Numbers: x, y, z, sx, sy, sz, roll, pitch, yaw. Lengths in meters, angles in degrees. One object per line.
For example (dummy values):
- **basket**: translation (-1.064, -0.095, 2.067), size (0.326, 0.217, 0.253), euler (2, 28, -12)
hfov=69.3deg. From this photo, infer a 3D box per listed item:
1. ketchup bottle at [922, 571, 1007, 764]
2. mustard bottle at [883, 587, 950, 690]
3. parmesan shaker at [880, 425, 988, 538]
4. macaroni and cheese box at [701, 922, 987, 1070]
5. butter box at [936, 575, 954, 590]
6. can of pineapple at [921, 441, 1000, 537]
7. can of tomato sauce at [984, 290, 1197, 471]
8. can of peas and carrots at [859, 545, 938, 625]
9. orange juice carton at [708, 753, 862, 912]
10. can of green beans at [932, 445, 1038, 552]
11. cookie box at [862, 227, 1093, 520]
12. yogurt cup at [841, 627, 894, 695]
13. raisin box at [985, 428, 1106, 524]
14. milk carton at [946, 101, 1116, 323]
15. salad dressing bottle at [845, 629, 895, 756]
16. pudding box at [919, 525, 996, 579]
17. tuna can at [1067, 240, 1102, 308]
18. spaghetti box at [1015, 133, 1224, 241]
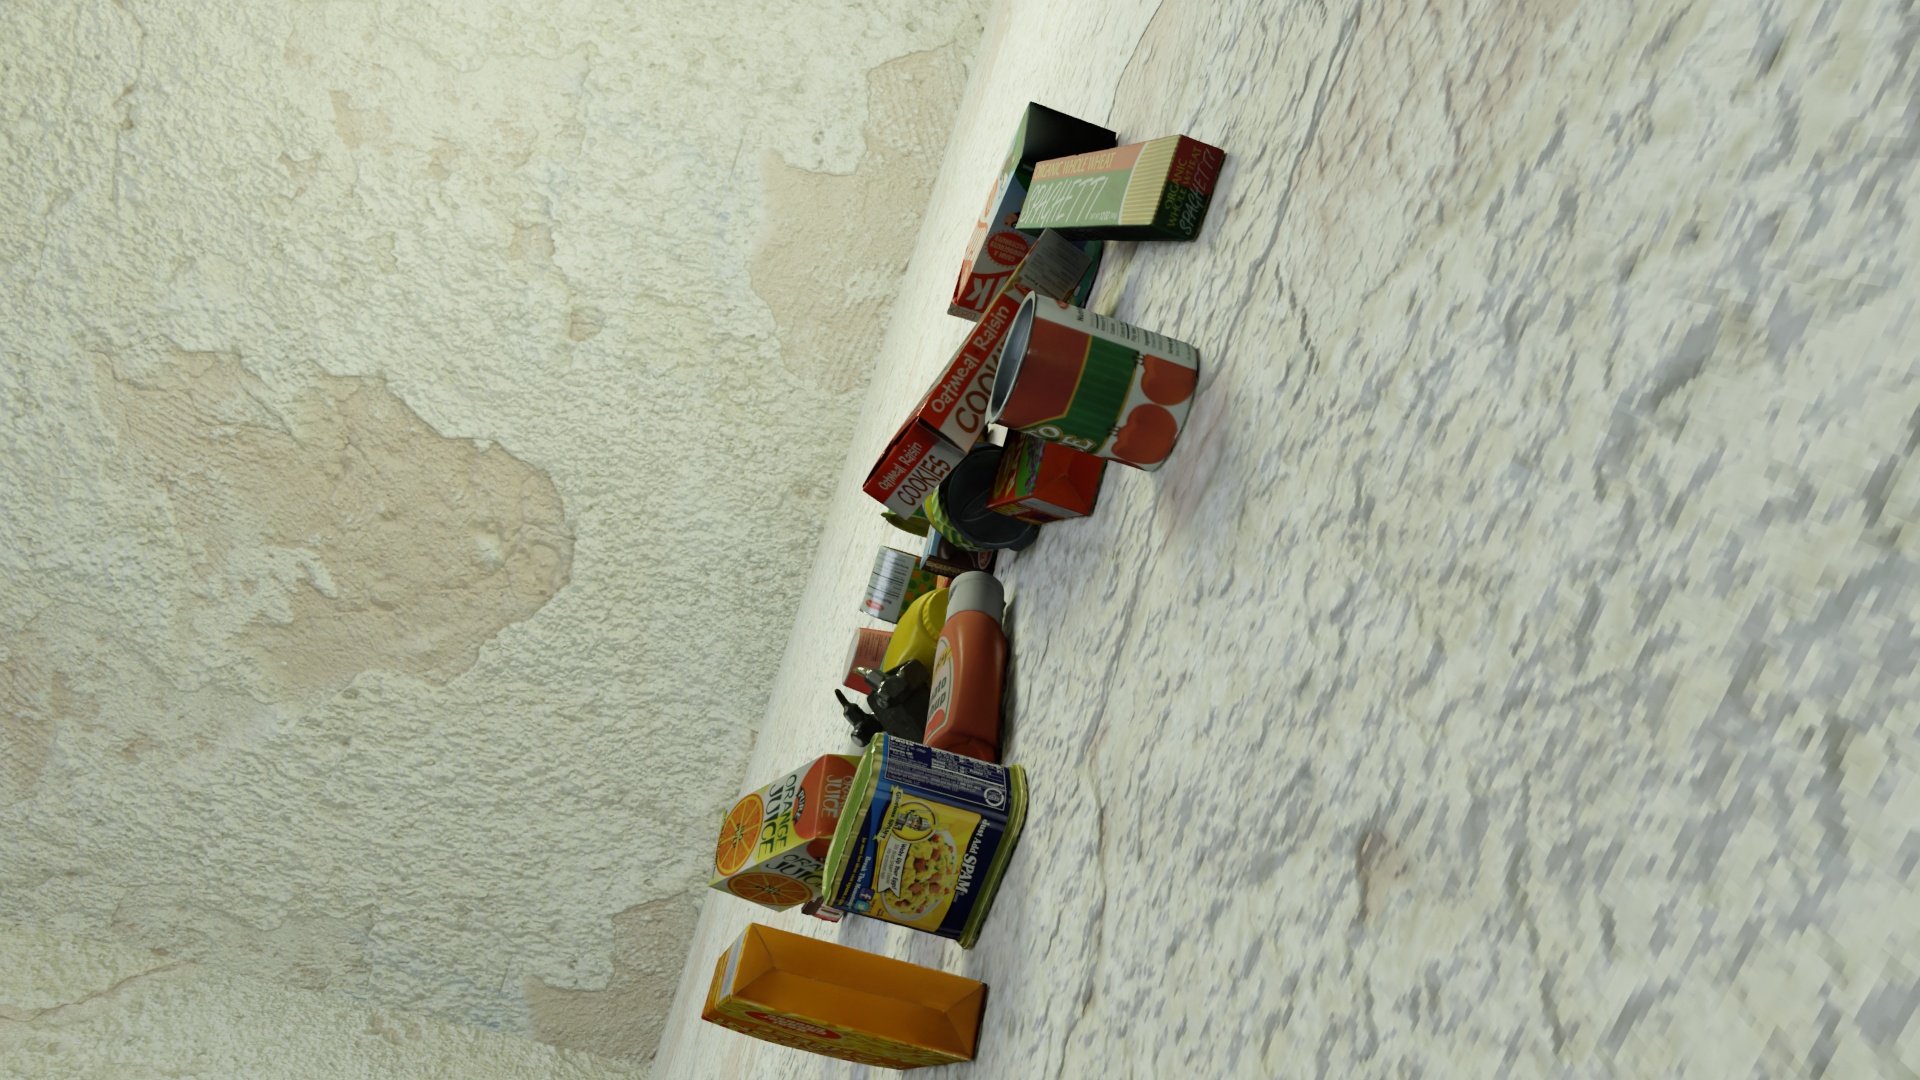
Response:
- **ketchup bottle**: translation (0.005, 0.082, 0.857), size (0.149, 0.043, 0.064), euler (-82, 13, -48)
- **mustard bottle**: translation (-0.017, 0.070, 0.999), size (0.159, 0.049, 0.065), euler (126, 158, -62)
- **parmesan shaker**: translation (-0.021, -0.059, 1.187), size (0.071, 0.071, 0.103), euler (139, 147, -74)
- **macaroni and cheese box**: translation (-0.069, 0.248, 0.743), size (0.165, 0.124, 0.040), euler (124, 162, -63)
- **butter box**: translation (0.001, 0.009, 1.078), size (0.104, 0.024, 0.052), euler (-84, 14, -52)
- **can of pineapple**: translation (0.008, -0.035, 0.969), size (0.058, 0.071, 0.071), euler (158, 128, -77)
- **can of tomato sauce**: translation (0.062, -0.074, 0.669), size (0.071, 0.083, 0.071), euler (-161, 88, -81)
- **can of peas and carrots**: translation (-0.044, 0.041, 1.166), size (0.071, 0.071, 0.058), euler (-158, 86, -81)
- **orange juice carton**: translation (-0.112, 0.227, 1.089), size (0.192, 0.073, 0.072), euler (-32, 40, 40)
- **can of green beans**: translation (0.017, -0.026, 0.909), size (0.058, 0.071, 0.071), euler (159, 128, -80)
- **cookie box**: translation (0.009, -0.104, 0.880), size (0.168, 0.040, 0.122), euler (-57, 6, -26)
- **yogurt cup**: translation (-0.074, 0.111, 1.250), size (0.072, 0.054, 0.072), euler (-161, 88, -80)
- **raisin box**: translation (0.055, -0.057, 0.823), size (0.123, 0.040, 0.086), euler (169, 117, -78)
- **milk carton**: translation (0.050, -0.231, 1.068), size (0.189, 0.072, 0.074), euler (117, 166, -50)
- **salad dressing bottle**: translation (-0.061, 0.147, 1.145), size (0.064, 0.044, 0.147), euler (-113, 41, -80)
- **pudding box**: translation (0.004, -0.013, 1.020), size (0.030, 0.050, 0.084), euler (121, 163, -62)
- **tuna can**: translation (0.073, -0.187, 0.976), size (0.071, 0.033, 0.071), euler (-160, 88, -81)
- **spaghetti box**: translation (0.087, -0.206, 0.832), size (0.250, 0.029, 0.050), euler (-141, 69, -71)
